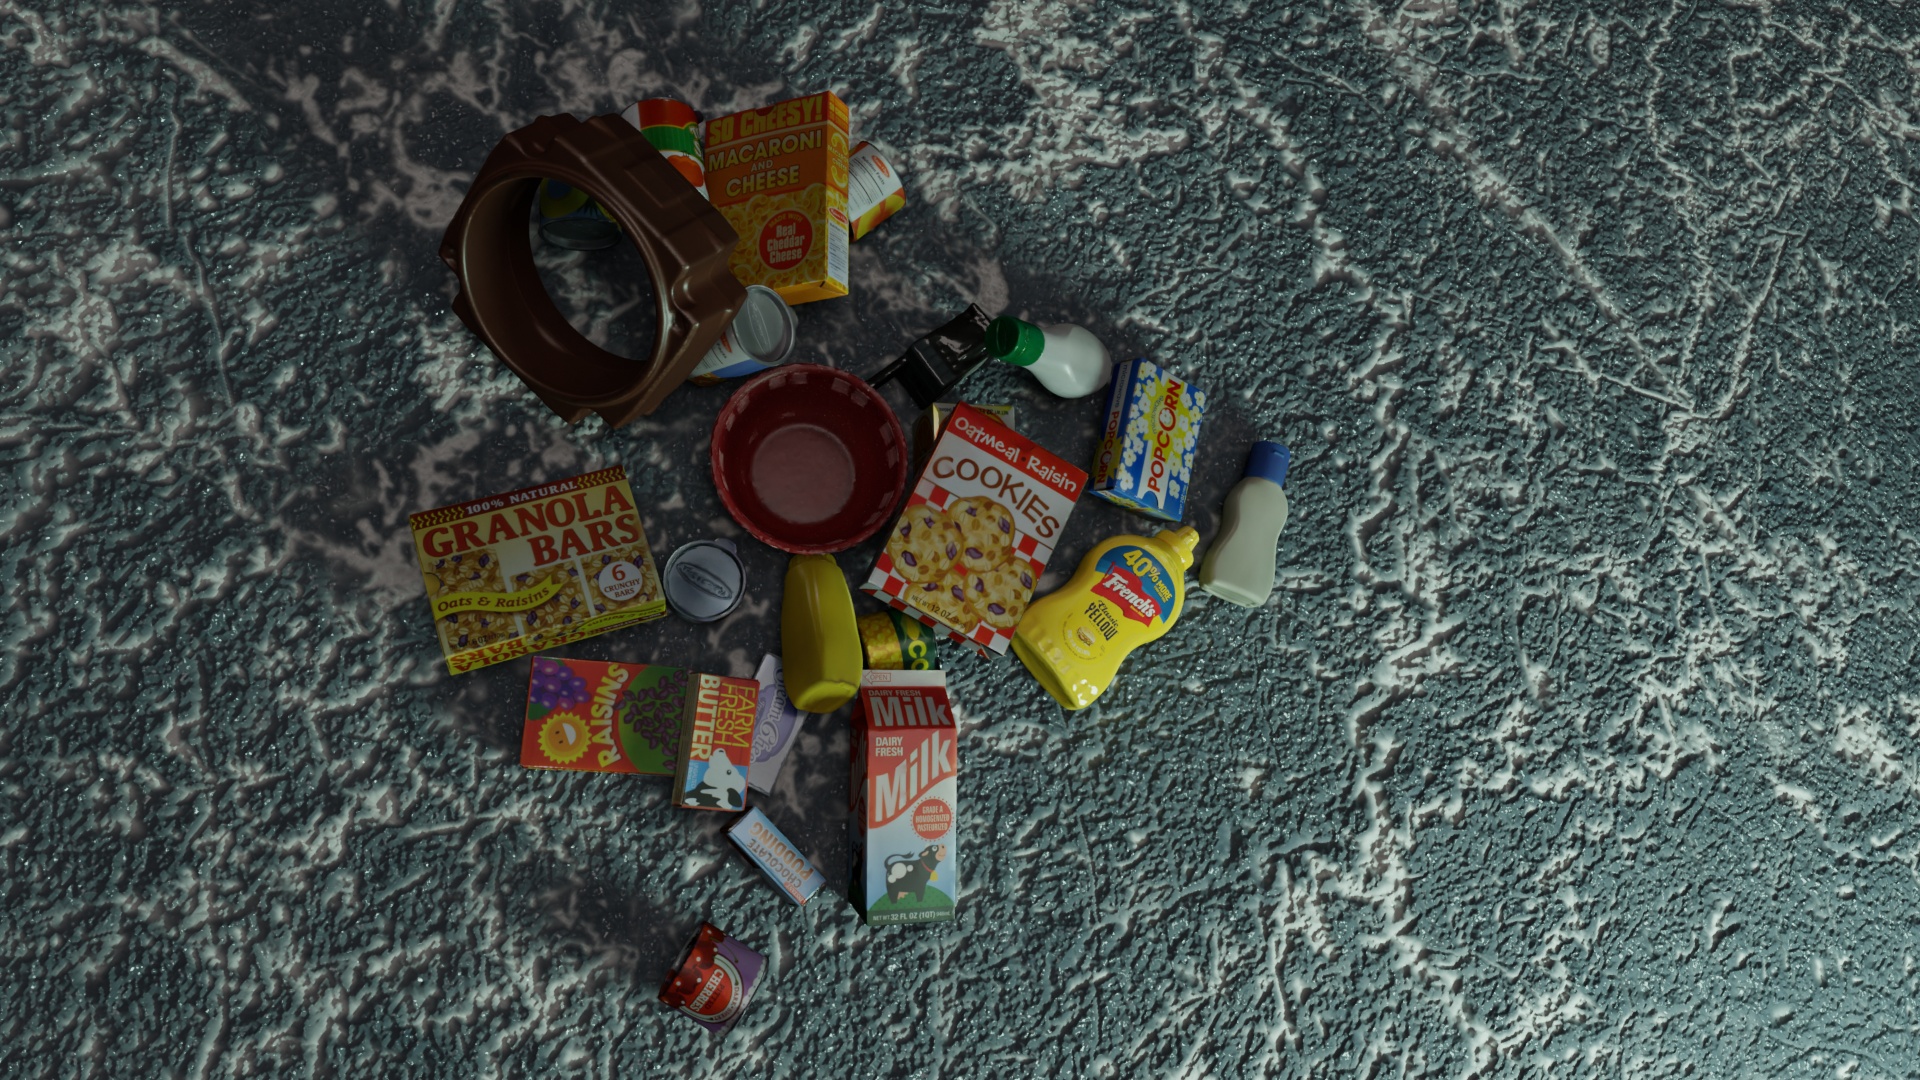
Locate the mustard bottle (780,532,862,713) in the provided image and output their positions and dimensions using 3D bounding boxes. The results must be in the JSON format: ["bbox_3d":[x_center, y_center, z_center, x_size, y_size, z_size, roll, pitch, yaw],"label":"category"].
[{"bbox_3d":[-0.114,0.057,1.113,0.049,0.065,0.161,18,47,-33],"label":"mustard bottle"}]

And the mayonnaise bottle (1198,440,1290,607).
[{"bbox_3d":[0.264,-0.017,1.257,0.065,0.041,0.148,23,73,-12],"label":"mayonnaise bottle"}]

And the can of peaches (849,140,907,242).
[{"bbox_3d":[-0.089,-0.299,1.198,0.058,0.071,0.071,-39,92,-13],"label":"can of peaches"}]

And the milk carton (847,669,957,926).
[{"bbox_3d":[-0.046,0.197,1.091,0.072,0.073,0.190,2,89,-16],"label":"milk carton"}]

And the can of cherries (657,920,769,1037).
[{"bbox_3d":[-0.185,0.329,1.041,0.058,0.071,0.072,34,72,-7],"label":"can of cherries"}]

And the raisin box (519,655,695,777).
[{"bbox_3d":[-0.272,0.136,1.072,0.123,0.040,0.086,6,78,-16],"label":"raisin box"}]

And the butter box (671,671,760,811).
[{"bbox_3d":[-0.188,0.154,1.066,0.053,0.024,0.103,14,75,-33],"label":"butter box"}]

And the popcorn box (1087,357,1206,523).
[{"bbox_3d":[0.166,-0.088,1.230,0.085,0.038,0.127,24,72,-34],"label":"popcorn box"}]

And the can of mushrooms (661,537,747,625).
[{"bbox_3d":[-0.205,0.032,1.115,0.071,0.033,0.071,3,78,-15],"label":"can of mushrooms"}]

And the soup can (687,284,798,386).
[{"bbox_3d":[-0.184,-0.165,1.125,0.071,0.083,0.071,13,72,-47],"label":"soup can"}]

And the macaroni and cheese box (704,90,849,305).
[{"bbox_3d":[-0.154,-0.279,1.153,0.123,0.040,0.166,-6,78,24],"label":"macaroni and cheese box"}]

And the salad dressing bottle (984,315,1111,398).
[{"bbox_3d":[0.075,-0.160,1.186,0.148,0.044,0.064,9,77,-55],"label":"salad dressing bottle"}]

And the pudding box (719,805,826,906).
[{"bbox_3d":[-0.147,0.246,1.081,0.083,0.049,0.030,47,70,-3],"label":"pudding box"}]

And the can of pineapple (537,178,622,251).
[{"bbox_3d":[-0.307,-0.275,1.129,0.071,0.071,0.058,0,79,-16],"label":"can of pineapple"}]

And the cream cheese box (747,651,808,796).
[{"bbox_3d":[-0.155,0.146,1.111,0.053,0.024,0.104,27,73,-10],"label":"cream cheese box"}]

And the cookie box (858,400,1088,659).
[{"bbox_3d":[0.013,-0.008,1.104,0.123,0.040,0.168,29,74,-9],"label":"cookie box"}]

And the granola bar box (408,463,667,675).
[{"bbox_3d":[-0.323,0.020,1.065,0.166,0.039,0.124,-16,67,-18],"label":"granola bar box"}]

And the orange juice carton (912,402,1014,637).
[{"bbox_3d":[0.004,-0.015,1.164,0.072,0.073,0.193,1,79,-16],"label":"orange juice carton"}]

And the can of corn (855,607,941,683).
[{"bbox_3d":[-0.054,0.090,1.128,0.058,0.071,0.071,-12,83,-17],"label":"can of corn"}]

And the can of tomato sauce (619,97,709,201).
[{"bbox_3d":[-0.243,-0.312,1.148,0.071,0.071,0.083,-5,71,-17],"label":"can of tomato sauce"}]
